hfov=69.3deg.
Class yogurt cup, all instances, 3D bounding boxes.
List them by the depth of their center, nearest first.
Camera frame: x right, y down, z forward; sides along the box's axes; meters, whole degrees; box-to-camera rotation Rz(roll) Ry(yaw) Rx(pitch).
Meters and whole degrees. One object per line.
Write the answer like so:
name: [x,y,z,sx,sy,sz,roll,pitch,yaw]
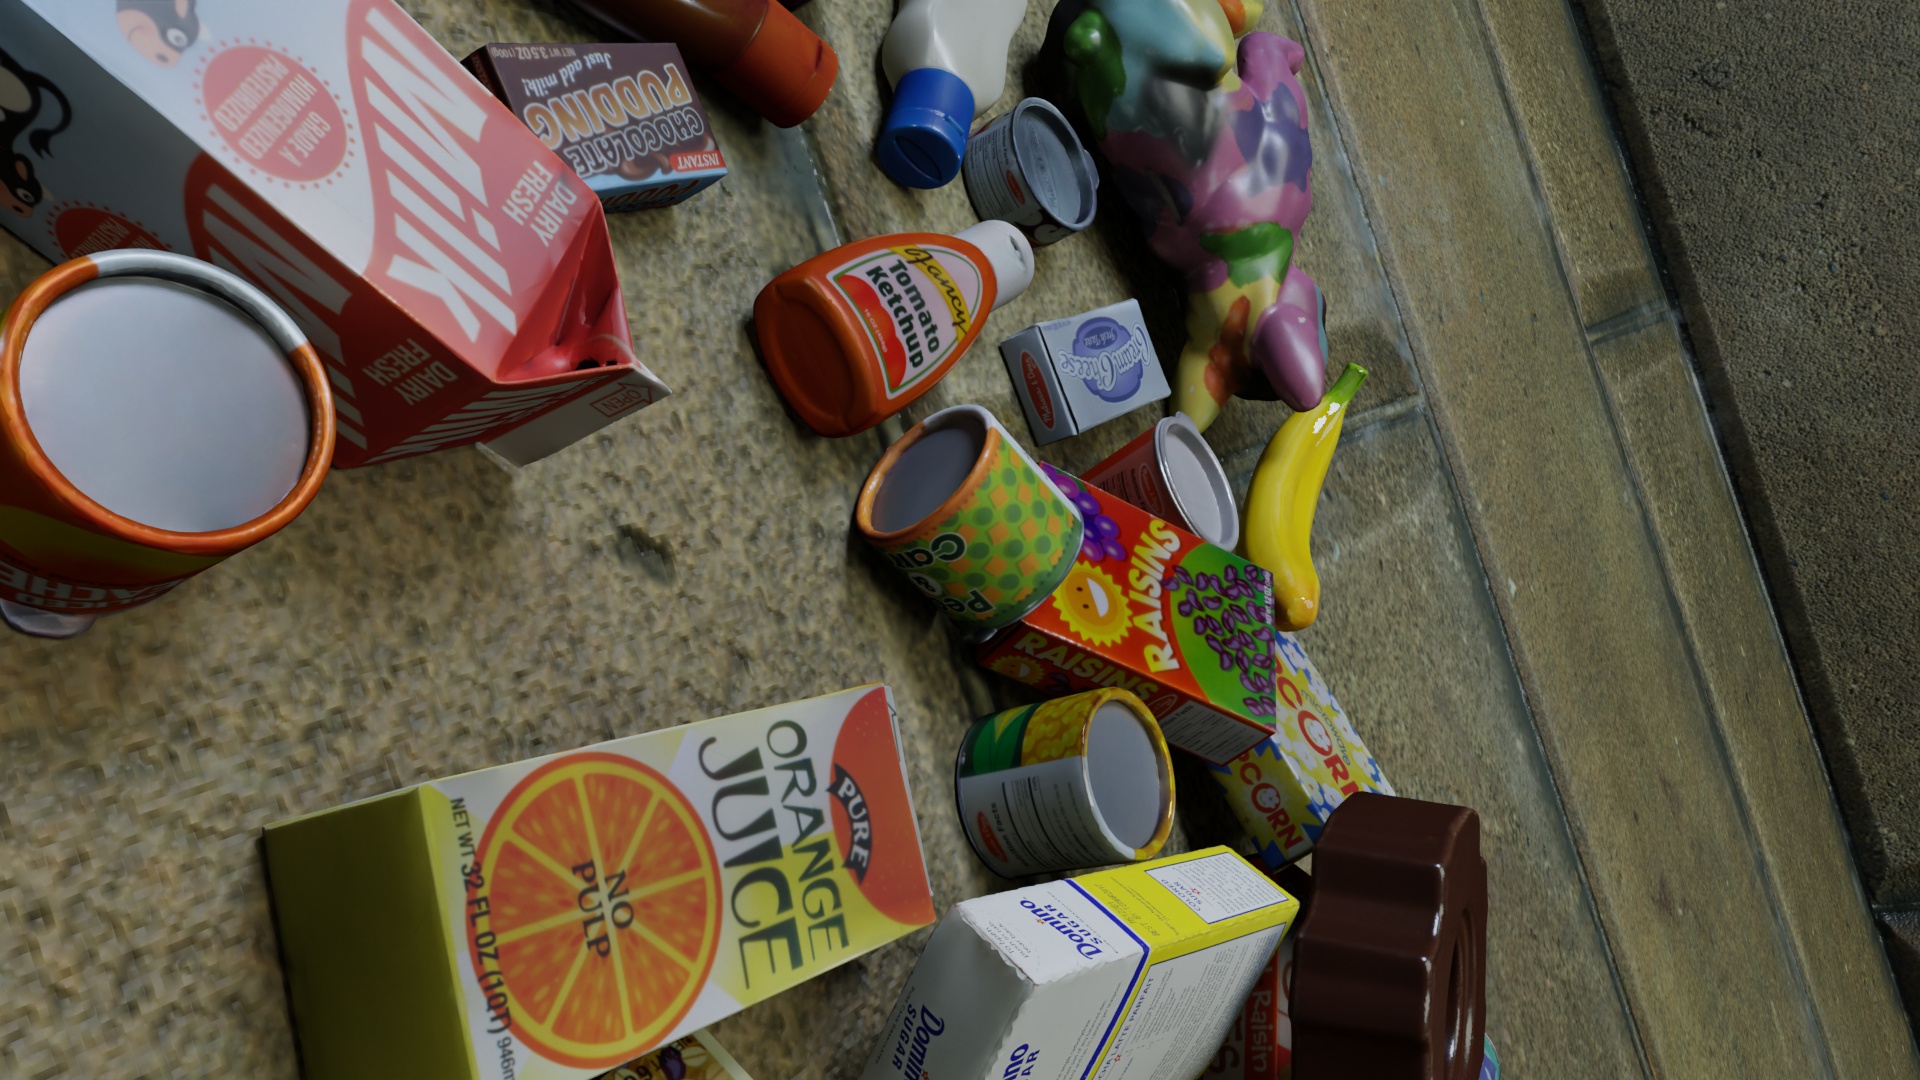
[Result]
yogurt cup: [0.088,-0.016,0.639,0.072,0.054,0.073,38,38,-38]

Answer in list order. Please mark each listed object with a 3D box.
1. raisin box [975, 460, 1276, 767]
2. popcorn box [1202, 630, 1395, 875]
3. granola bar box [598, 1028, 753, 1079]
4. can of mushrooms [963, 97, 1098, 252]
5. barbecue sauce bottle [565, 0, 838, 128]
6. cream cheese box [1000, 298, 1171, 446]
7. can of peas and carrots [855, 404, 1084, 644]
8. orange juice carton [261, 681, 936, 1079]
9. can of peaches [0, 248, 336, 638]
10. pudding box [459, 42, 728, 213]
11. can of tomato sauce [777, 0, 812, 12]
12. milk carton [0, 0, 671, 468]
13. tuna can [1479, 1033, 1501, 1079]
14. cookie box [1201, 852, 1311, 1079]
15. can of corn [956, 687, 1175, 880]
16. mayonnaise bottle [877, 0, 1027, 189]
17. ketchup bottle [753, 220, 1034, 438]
raisin box: [0.071,0.031,0.578,0.123,0.040,0.086,25,49,-19]
popcorn box: [0.144,0.084,0.657,0.085,0.038,0.127,-5,60,-54]
granola bar box: [-0.080,0.199,0.299,0.124,0.039,0.166,43,34,13]
can of mushrooms: [0.035,-0.172,0.661,0.071,0.033,0.071,26,55,-44]
barbecue sauce bottle: [-0.106,-0.199,0.481,0.148,0.043,0.065,31,52,-43]
cream cheese box: [0.062,-0.082,0.665,0.104,0.024,0.053,-25,96,-54]
can of peas and carrots: [0.002,-0.007,0.520,0.058,0.071,0.071,45,44,-31]
orange juice carton: [-0.073,0.087,0.375,0.193,0.073,0.072,-5,79,-54]
can of peaches: [-0.179,-0.020,0.296,0.071,0.058,0.071,26,55,-45]
pudding box: [-0.119,-0.131,0.445,0.084,0.030,0.049,-28,99,-53]
can of tomato sauce: [-0.068,-0.259,0.534,0.083,0.071,0.071,49,42,-27]
milk carton: [-0.160,-0.085,0.336,0.190,0.072,0.074,44,44,-32]
tuna can: [0.236,0.272,0.705,0.033,0.071,0.071,-25,95,-53]
cookie box: [0.159,0.245,0.636,0.122,0.040,0.168,38,47,-37]
can of corn: [0.043,0.092,0.535,0.071,0.058,0.071,26,56,-45]
mayonnaise bottle: [-0.006,-0.222,0.625,0.064,0.041,0.149,38,48,-35]
ketchup bottle: [-0.019,-0.093,0.549,0.149,0.043,0.064,-41,108,-52]
